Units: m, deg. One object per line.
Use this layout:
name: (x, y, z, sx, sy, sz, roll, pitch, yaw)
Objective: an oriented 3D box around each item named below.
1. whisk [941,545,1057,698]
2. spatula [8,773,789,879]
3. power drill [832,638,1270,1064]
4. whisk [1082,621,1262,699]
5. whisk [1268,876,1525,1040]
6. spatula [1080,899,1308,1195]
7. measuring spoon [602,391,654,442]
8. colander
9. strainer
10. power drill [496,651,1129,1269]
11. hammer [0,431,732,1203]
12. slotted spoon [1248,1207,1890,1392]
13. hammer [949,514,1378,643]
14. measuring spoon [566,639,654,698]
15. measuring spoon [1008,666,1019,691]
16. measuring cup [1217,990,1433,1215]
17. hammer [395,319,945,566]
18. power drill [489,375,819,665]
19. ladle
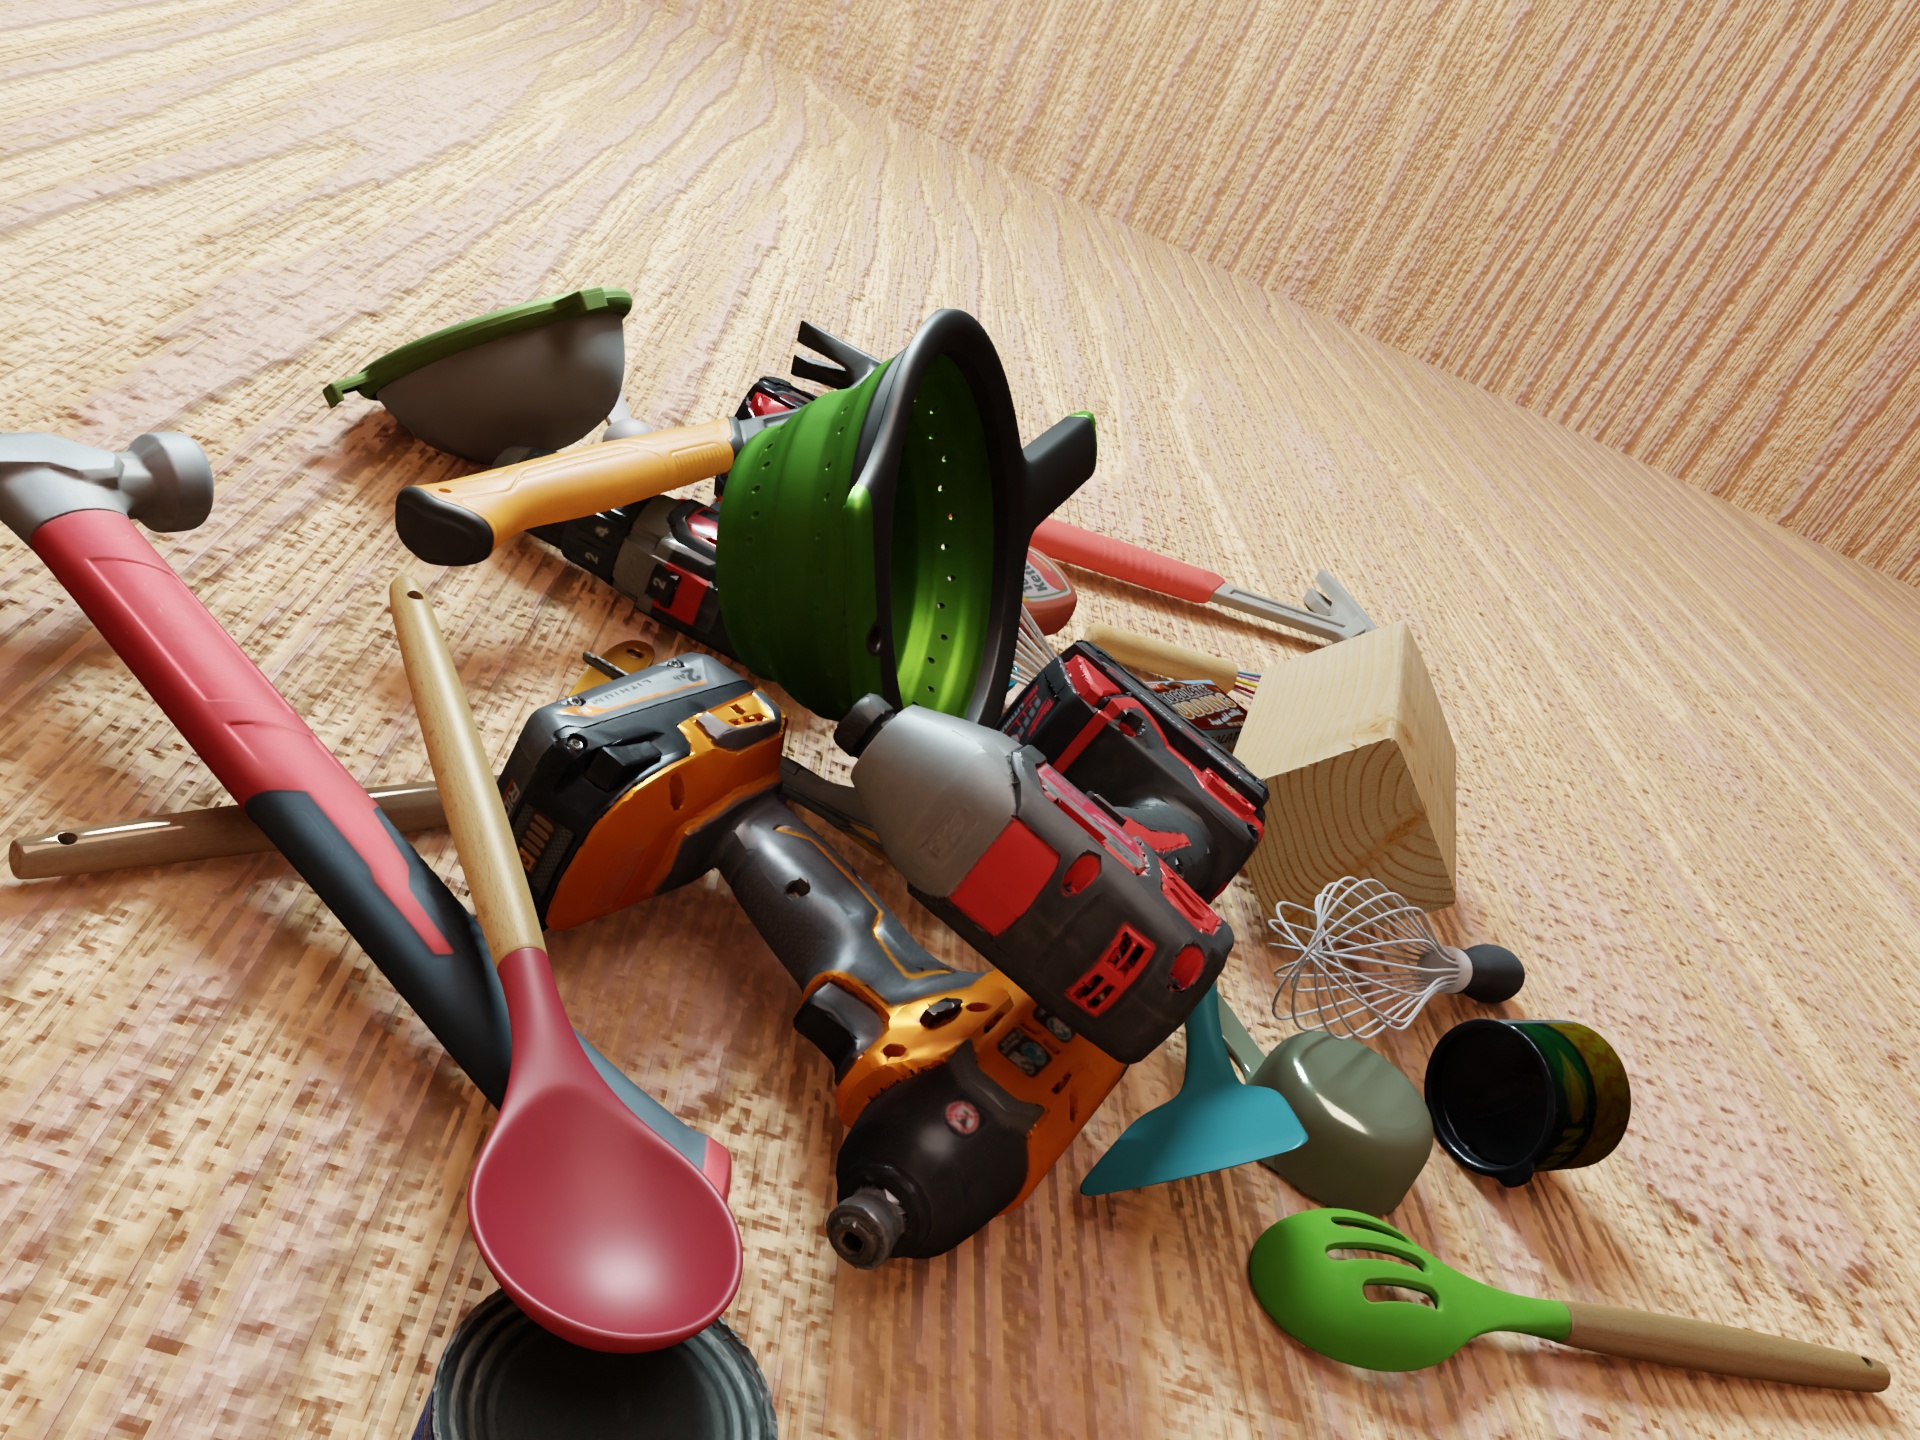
whisk: (0.056, -0.016, 0.839, 0.246, 0.058, 0.059, 40, -3, -1)
spatula: (-0.183, 0.031, 0.600, 0.315, 0.018, 0.060, -6, 49, -49)
power drill: (0.038, 0.034, 0.581, 0.143, 0.078, 0.219, 40, 15, 8)
whisk: (0.194, -0.022, 1.018, 0.245, 0.051, 0.047, 16, 33, -15)
whisk: (0.211, 0.114, 0.728, 0.070, 0.070, 0.284, 44, 16, 32)
spatula: (0.100, 0.091, 0.686, 0.318, 0.082, 0.044, -80, 148, -58)
measuring spoon: (-0.213, -0.198, 0.994, 0.034, 0.018, 0.124, 10, 30, -30)
colander: (-0.018, -0.098, 0.750, 0.094, 0.204, 0.397, 4, 21, 17)
strainer: (-0.236, -0.183, 0.899, 0.151, 0.069, 0.256, -19, 9, 5)
power drill: (-0.058, 0.082, 0.550, 0.226, 0.084, 0.164, 39, 28, 12)
hammer: (-0.218, 0.033, 0.504, 0.386, 0.038, 0.143, 43, 32, 19)
slotted spoon: (0.250, 0.234, 0.616, 0.313, 0.031, 0.070, 17, 27, -21)
hammer: (0.148, -0.107, 1.139, 0.358, 0.036, 0.149, 15, 28, -23)
measuring spoon: (-0.162, -0.014, 0.716, 0.021, 0.011, 0.117, 25, 22, -1)
measuring spoon: (-0.001, -0.003, 0.839, 0.042, 0.021, 0.129, 27, 35, 0)
measuring cup: (0.134, 0.133, 0.678, 0.083, 0.038, 0.168, 3, 36, -40)
hammer: (-0.136, -0.137, 0.789, 0.127, 0.034, 0.337, 33, 36, 22)
power drill: (-0.128, -0.116, 0.861, 0.188, 0.080, 0.227, 27, 29, 2)
ladle: (-0.139, 0.053, 0.480, 0.069, 0.031, 0.316, 6, 37, -37)
